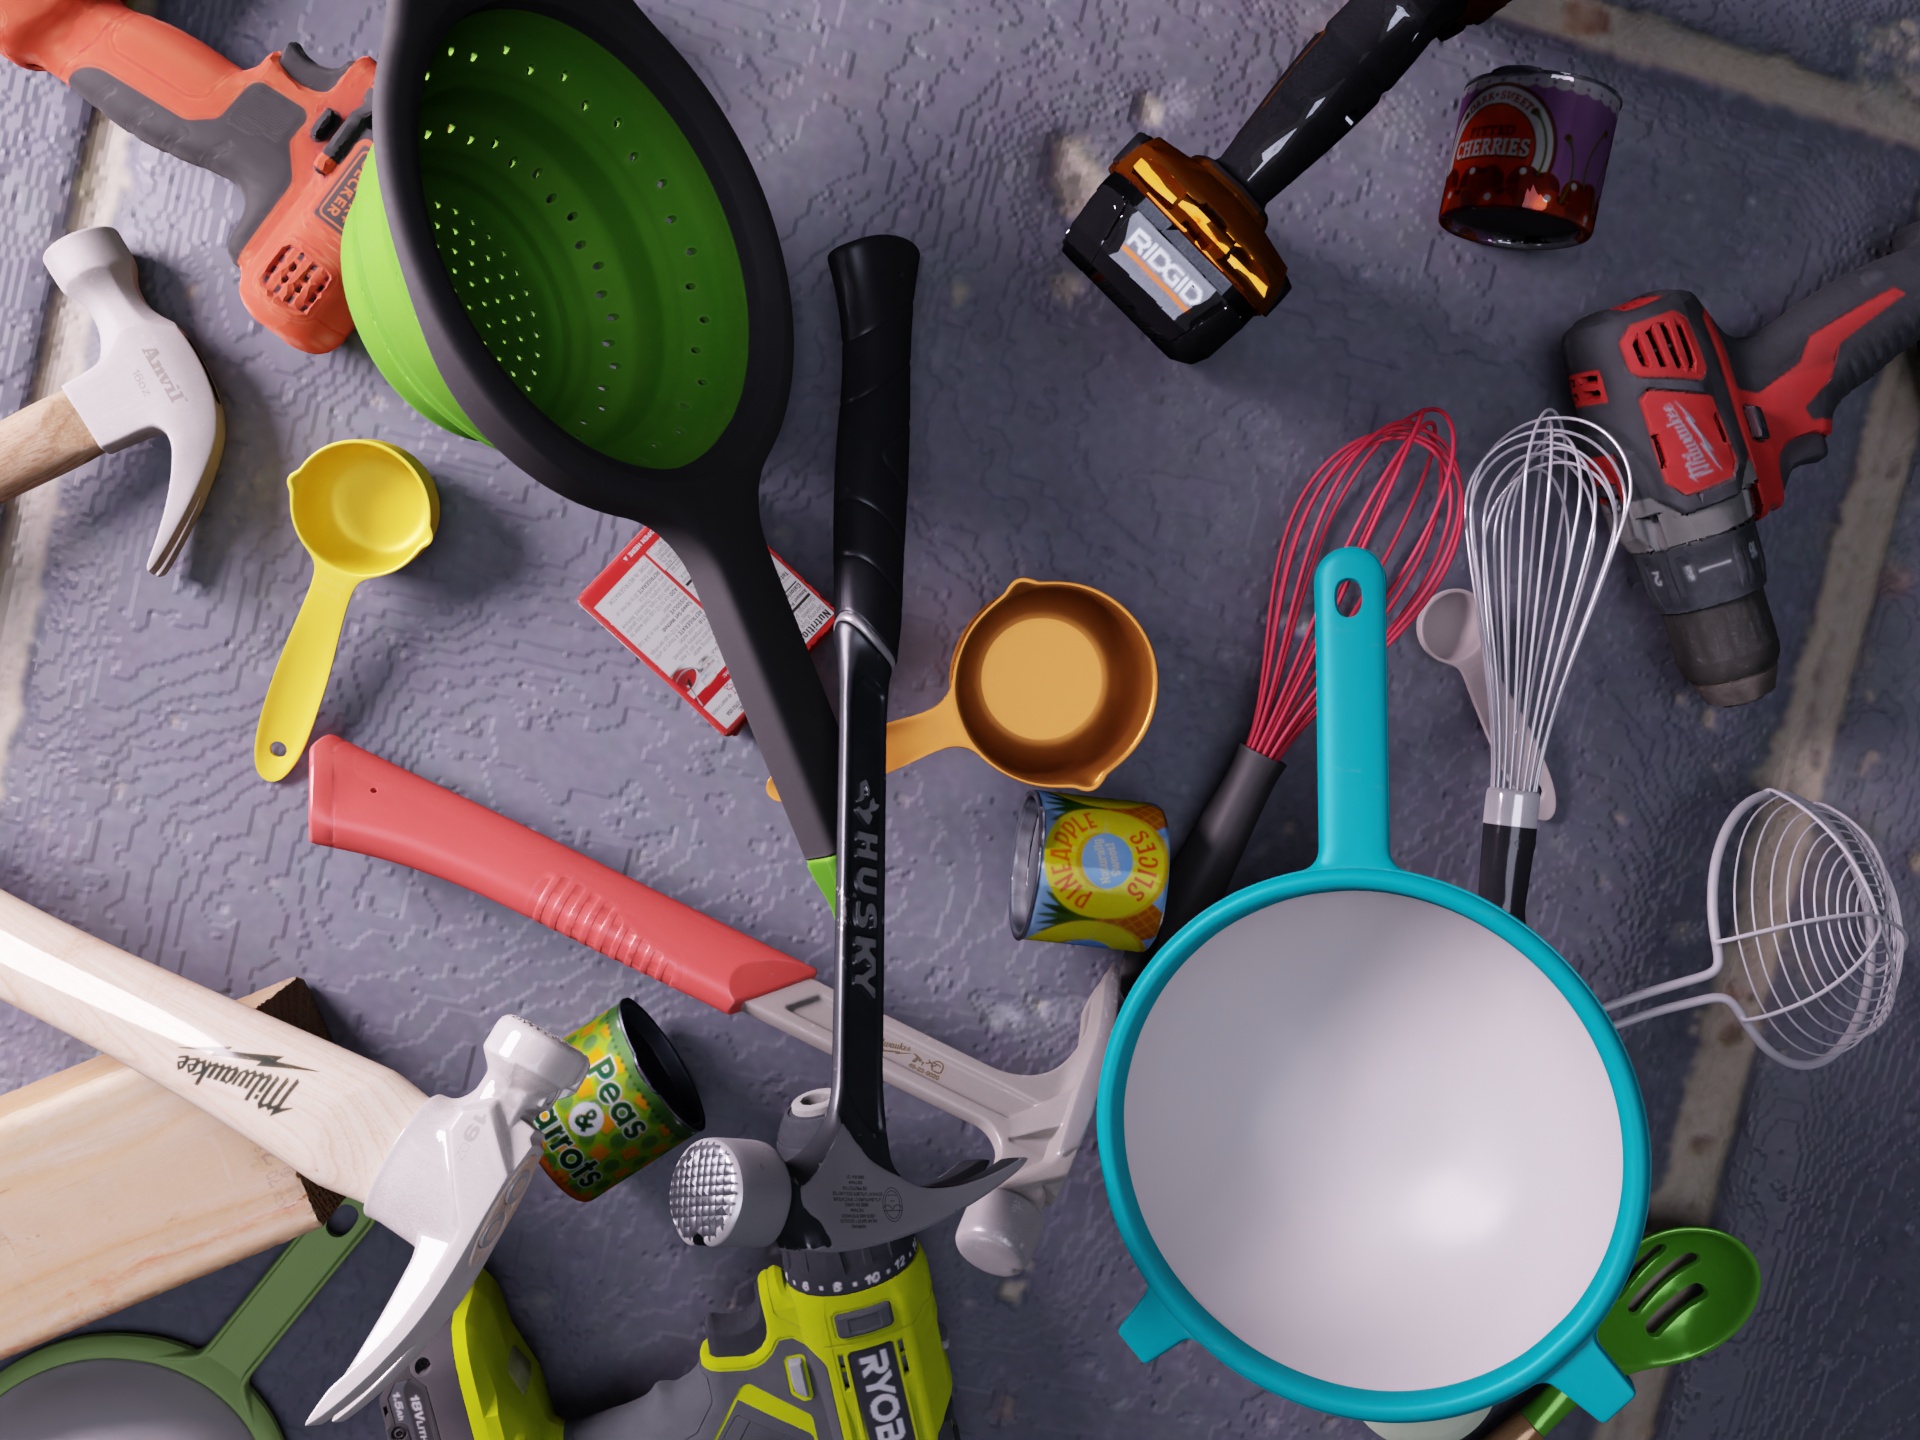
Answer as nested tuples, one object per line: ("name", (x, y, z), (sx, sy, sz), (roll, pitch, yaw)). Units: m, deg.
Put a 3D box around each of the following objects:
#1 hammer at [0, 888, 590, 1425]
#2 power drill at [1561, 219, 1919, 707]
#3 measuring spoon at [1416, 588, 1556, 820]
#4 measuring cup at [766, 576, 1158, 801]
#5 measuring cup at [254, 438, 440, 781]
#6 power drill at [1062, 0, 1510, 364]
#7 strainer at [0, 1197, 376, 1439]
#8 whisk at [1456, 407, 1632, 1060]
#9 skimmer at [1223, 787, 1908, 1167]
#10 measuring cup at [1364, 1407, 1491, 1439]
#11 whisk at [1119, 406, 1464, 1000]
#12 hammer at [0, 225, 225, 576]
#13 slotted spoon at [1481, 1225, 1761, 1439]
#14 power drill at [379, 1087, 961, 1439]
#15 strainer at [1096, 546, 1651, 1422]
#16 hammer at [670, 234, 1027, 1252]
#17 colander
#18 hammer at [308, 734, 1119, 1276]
("hammer", (-0.349, 0.101, 0.598), (0.411, 0.038, 0.146), (24, 71, 12))
("power drill", (0.397, -0.124, 0.712), (0.226, 0.080, 0.188), (-21, 97, -1))
("measuring spoon", (0.244, -0.006, 0.737), (0.034, 0.018, 0.124), (-33, 104, -8))
("measuring cup", (-0.001, -0.002, 0.691), (0.173, 0.052, 0.095), (-20, 96, 0))
("measuring cup", (-0.267, -0.046, 0.676), (0.062, 0.029, 0.156), (23, 104, -8))
("power drill", (0.145, -0.253, 0.645), (0.084, 0.164, 0.226), (43, 102, -8))
("strainer", (-0.335, 0.304, 0.671), (0.151, 0.069, 0.256), (39, 91, -8))
("whisk", (0.243, 0.006, 0.691), (0.070, 0.070, 0.284), (7, 89, -7))
("skimmer", (0.263, 0.141, 0.742), (0.363, 0.090, 0.127), (-21, 93, 6))
("measuring cup", (0.183, 0.272, 0.739), (0.167, 0.038, 0.083), (44, 89, -10))
("whisk", (0.143, -0.003, 0.704), (0.073, 0.073, 0.296), (25, 97, -8))
("hammer", (-0.451, -0.062, 0.626), (0.331, 0.031, 0.130), (-31, 99, -11))
("slotted spoon", (0.252, 0.352, 0.761), (0.314, 0.031, 0.070), (-42, 98, 1))
("power drill", (-0.121, 0.272, 0.688), (0.228, 0.080, 0.190), (-13, 99, -7))
("strainer", (0.170, 0.103, 0.663), (0.211, 0.095, 0.340), (-2, 83, 23))
("hammer", (-0.033, -0.009, 0.616), (0.149, 0.036, 0.409), (20, 63, -45))
("colander", (-0.133, -0.094, 0.619), (0.094, 0.204, 0.397), (-12, 106, 31))
("hammer", (-0.109, 0.092, 0.675), (0.359, 0.149, 0.036), (26, 136, 1))
